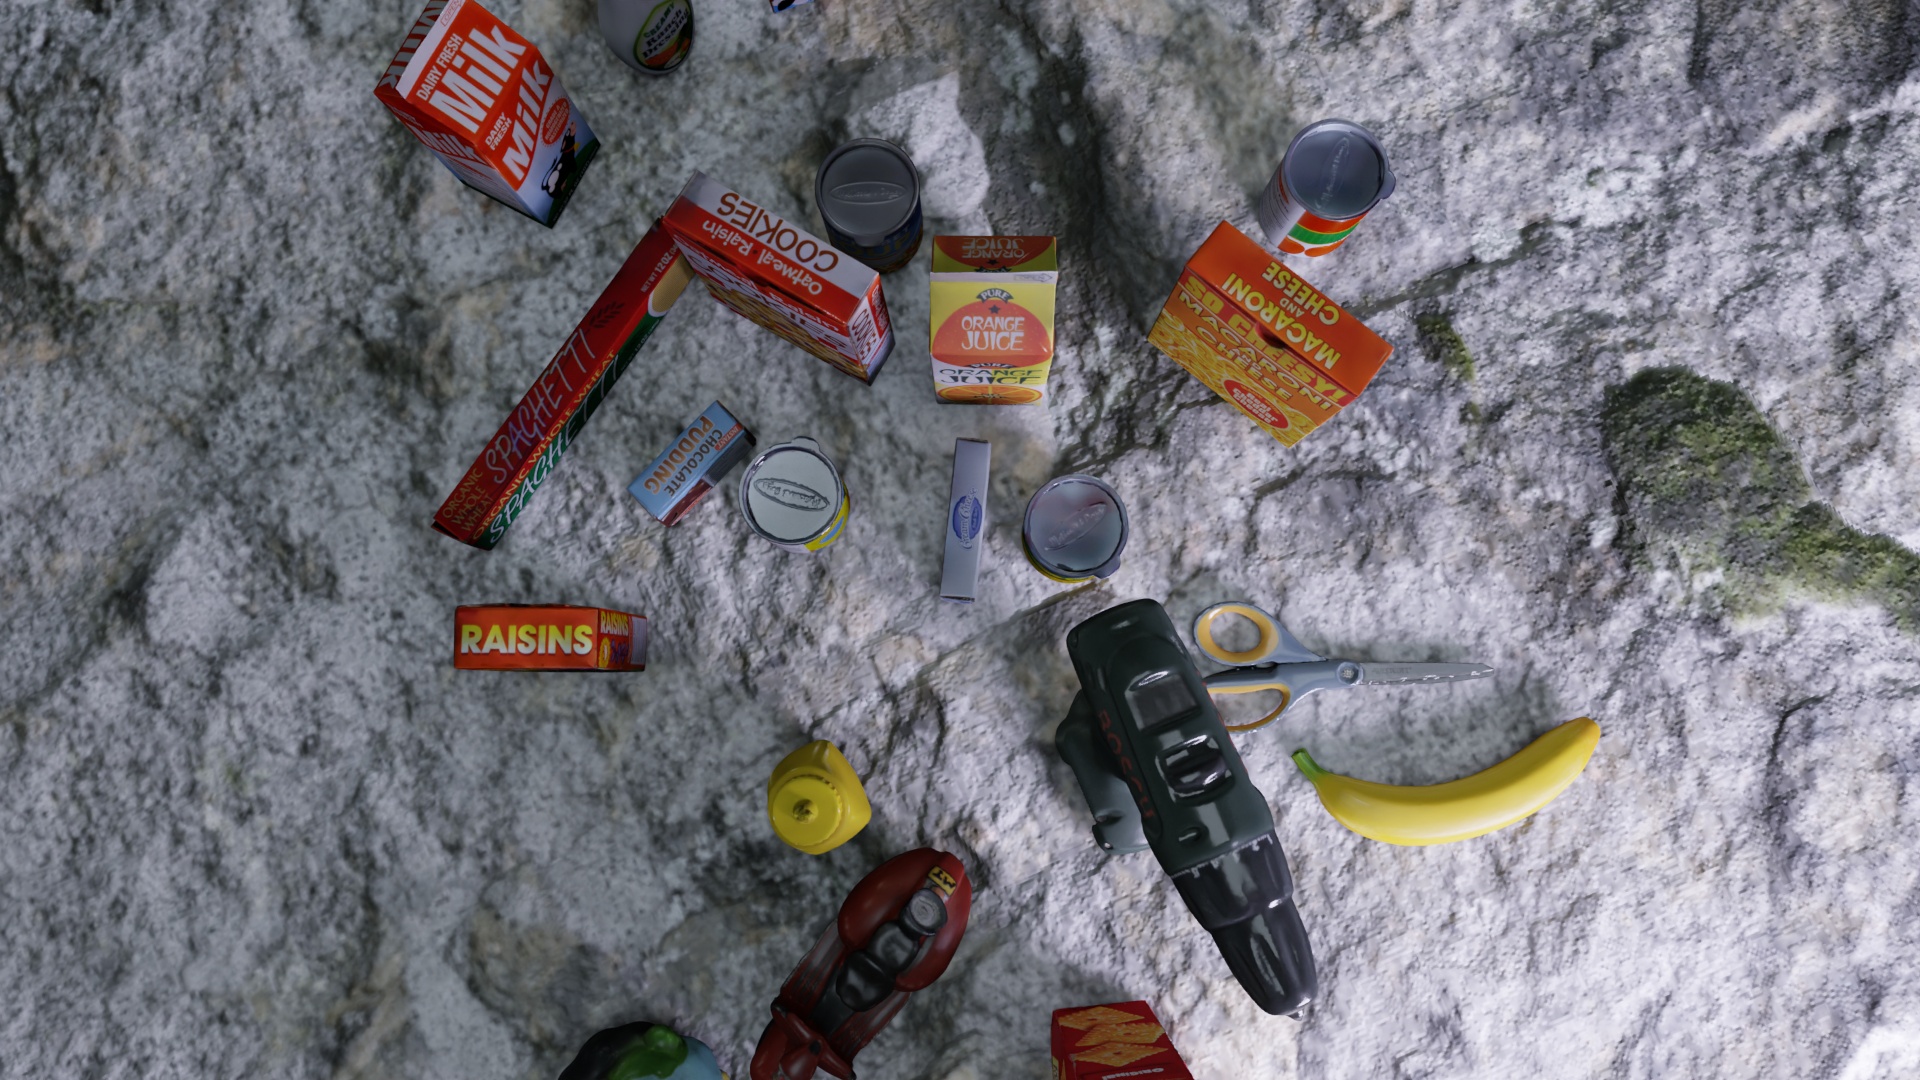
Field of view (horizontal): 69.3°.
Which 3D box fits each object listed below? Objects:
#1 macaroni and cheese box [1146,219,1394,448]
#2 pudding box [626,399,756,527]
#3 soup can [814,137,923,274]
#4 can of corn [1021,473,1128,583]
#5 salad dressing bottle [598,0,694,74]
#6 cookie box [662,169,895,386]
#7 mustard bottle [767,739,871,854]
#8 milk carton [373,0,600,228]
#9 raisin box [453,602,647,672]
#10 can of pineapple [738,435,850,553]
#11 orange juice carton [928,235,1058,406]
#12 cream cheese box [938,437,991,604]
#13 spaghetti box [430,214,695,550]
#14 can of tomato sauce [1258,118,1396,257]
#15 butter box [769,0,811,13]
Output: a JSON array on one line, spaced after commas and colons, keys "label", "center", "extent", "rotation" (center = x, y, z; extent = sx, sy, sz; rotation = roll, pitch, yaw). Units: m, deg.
[{"label": "macaroni and cheese box", "center": [0.184, -0.121, 0.856], "extent": [0.124, 0.166, 0.040], "rotation": [38, 86, 4]}, {"label": "pudding box", "center": [-0.175, -0.049, 0.909], "extent": [0.030, 0.049, 0.084], "rotation": [44, 86, 4]}, {"label": "soup can", "center": [-0.058, -0.214, 0.909], "extent": [0.071, 0.083, 0.071], "rotation": [0, 84, 0]}, {"label": "can of corn", "center": [0.074, -0.004, 0.898], "extent": [0.071, 0.058, 0.071], "rotation": [0, 84, 0]}, {"label": "salad dressing bottle", "center": [-0.209, -0.353, 0.894], "extent": [0.044, 0.147, 0.064], "rotation": [42, 86, 4]}, {"label": "cookie box", "center": [-0.107, -0.156, 0.861], "extent": [0.123, 0.167, 0.040], "rotation": [30, 85, 3]}, {"label": "mustard bottle", "center": [-0.088, 0.156, 0.830], "extent": [0.049, 0.160, 0.065], "rotation": [-32, 85, -3]}, {"label": "milk carton", "center": [-0.295, -0.269, 0.863], "extent": [0.073, 0.190, 0.072], "rotation": [28, 85, 3]}, {"label": "raisin box", "center": [-0.250, 0.062, 0.860], "extent": [0.086, 0.123, 0.040], "rotation": [1, 84, 1]}, {"label": "can of pineapple", "center": [-0.105, -0.028, 0.902], "extent": [0.071, 0.058, 0.071], "rotation": [0, 84, 0]}, {"label": "orange juice carton", "center": [0.019, -0.135, 0.845], "extent": [0.072, 0.192, 0.073], "rotation": [1, 84, 1]}, {"label": "cream cheese box", "center": [0.003, -0.011, 0.901], "extent": [0.024, 0.053, 0.104], "rotation": [6, 84, 1]}, {"label": "spaghetti box", "center": [-0.256, -0.101, 0.915], "extent": [0.029, 0.050, 0.250], "rotation": [35, 85, 4]}, {"label": "can of tomato sauce", "center": [0.238, -0.228, 0.909], "extent": [0.071, 0.083, 0.071], "rotation": [0, 84, 0]}, {"label": "butter box", "center": [-0.085, -0.397, 0.946], "extent": [0.103, 0.053, 0.024], "rotation": [-19, 84, -2]}]
